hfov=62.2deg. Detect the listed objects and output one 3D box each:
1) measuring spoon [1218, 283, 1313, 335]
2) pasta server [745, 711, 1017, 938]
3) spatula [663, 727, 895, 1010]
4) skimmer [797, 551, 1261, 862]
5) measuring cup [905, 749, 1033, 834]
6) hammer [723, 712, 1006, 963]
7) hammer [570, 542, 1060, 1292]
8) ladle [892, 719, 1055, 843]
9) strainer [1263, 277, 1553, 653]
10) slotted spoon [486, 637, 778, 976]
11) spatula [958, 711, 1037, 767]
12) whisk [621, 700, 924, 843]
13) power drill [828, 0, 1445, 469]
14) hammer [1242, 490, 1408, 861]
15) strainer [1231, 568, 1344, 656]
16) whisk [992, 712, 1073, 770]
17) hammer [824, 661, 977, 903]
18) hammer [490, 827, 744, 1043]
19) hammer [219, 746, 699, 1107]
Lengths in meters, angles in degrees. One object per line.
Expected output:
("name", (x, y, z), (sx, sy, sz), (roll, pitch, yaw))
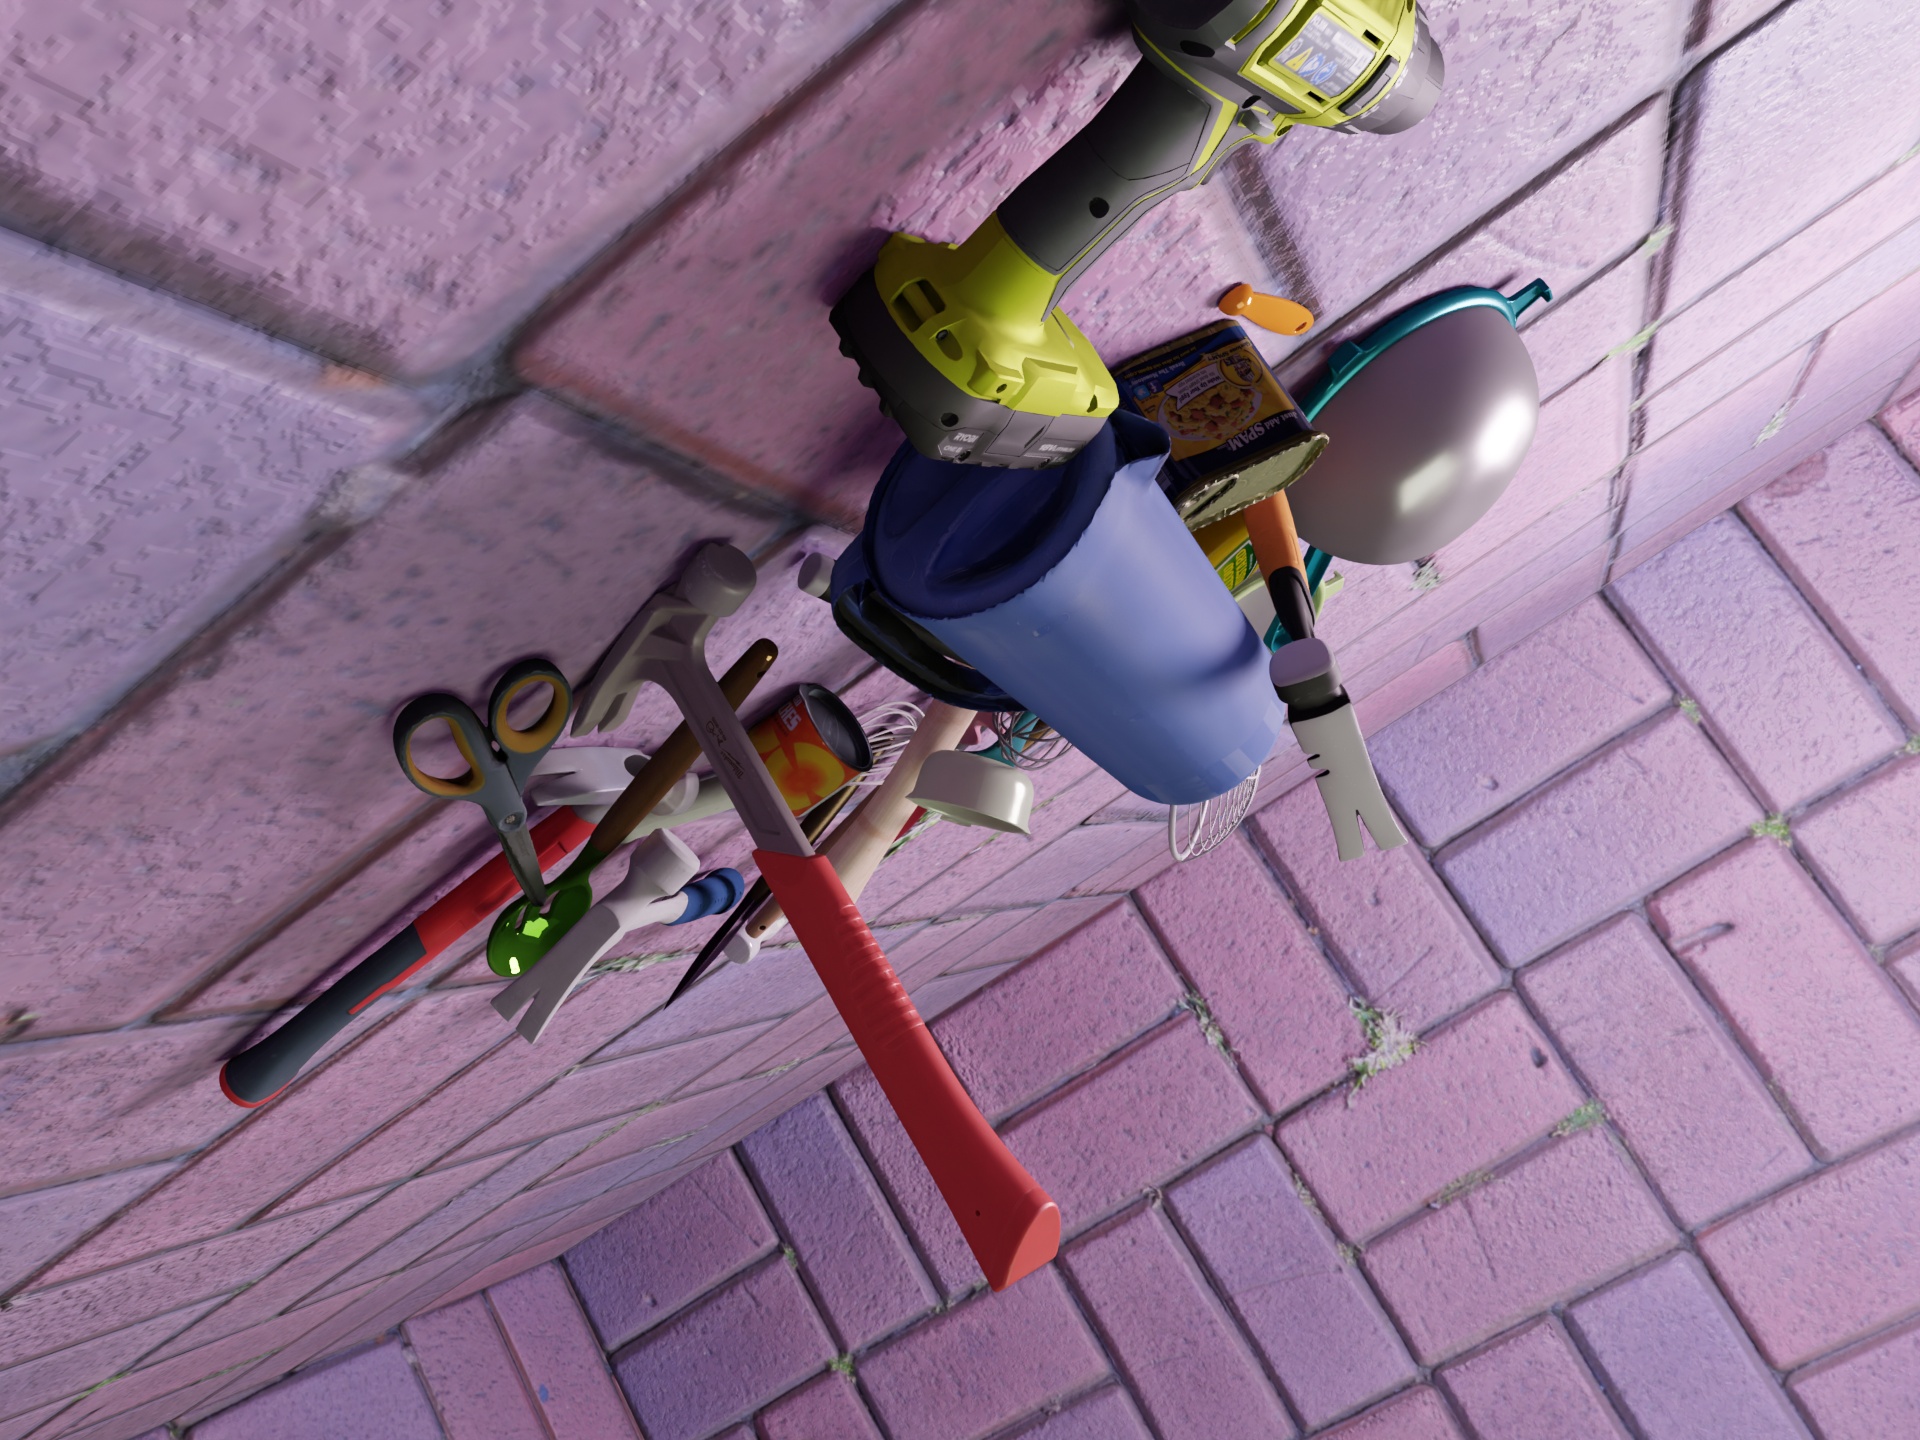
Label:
("measuring spoon", (0.169, -0.218, 0.860), (0.021, 0.011, 0.117), (-39, 164, 28))
("pasta server", (-0.059, 0.062, 1.194), (0.060, 0.040, 0.316), (33, 110, -31))
("spatula", (-0.146, 0.121, 1.237), (0.316, 0.018, 0.060), (-50, -176, 23))
("skimmer", (0.048, -0.016, 0.938), (0.363, 0.127, 0.090), (22, 165, -31))
("measuring cup", (0.005, 0.049, 1.053), (0.167, 0.083, 0.038), (129, -22, -82))
("hammer", (-0.067, 0.075, 1.279), (0.331, 0.033, 0.128), (-44, 179, 30))
("hammer", (-0.068, 0.098, 0.743), (0.036, 0.359, 0.149), (-11, 153, -48))
("ladle", (0.040, 0.025, 1.342), (0.315, 0.031, 0.069), (-33, 175, 26))
("strainer", (0.295, -0.134, 1.099), (0.211, 0.095, 0.340), (-23, 151, -27))
("slotted spoon", (-0.185, 0.053, 0.884), (0.070, 0.031, 0.313), (-13, 154, -50))
("spatula", (0.068, -0.043, 1.113), (0.082, 0.044, 0.317), (27, 112, -26))
("whisk", (-0.123, 0.039, 1.072), (0.246, 0.059, 0.058), (-17, -156, -30))
("power drill", (0.075, -0.200, 0.606), (0.228, 0.080, 0.190), (-43, 161, 30))
("hammer", (0.183, -0.072, 0.879), (0.034, 0.127, 0.337), (-19, -146, 15))
("strainer", (0.174, -0.089, 1.217), (0.256, 0.069, 0.151), (8, 129, -49))
("whisk", (0.095, -0.032, 1.050), (0.239, 0.055, 0.055), (-36, 173, -44))
("hammer", (-0.002, -0.003, 1.048), (0.146, 0.038, 0.410), (-17, 150, -45))
("hammer", (-0.203, 0.131, 1.079), (0.144, 0.035, 0.405), (-46, 177, -1))
("hammer", (-0.338, 0.134, 0.972), (0.386, 0.038, 0.143), (-36, 164, 19))
